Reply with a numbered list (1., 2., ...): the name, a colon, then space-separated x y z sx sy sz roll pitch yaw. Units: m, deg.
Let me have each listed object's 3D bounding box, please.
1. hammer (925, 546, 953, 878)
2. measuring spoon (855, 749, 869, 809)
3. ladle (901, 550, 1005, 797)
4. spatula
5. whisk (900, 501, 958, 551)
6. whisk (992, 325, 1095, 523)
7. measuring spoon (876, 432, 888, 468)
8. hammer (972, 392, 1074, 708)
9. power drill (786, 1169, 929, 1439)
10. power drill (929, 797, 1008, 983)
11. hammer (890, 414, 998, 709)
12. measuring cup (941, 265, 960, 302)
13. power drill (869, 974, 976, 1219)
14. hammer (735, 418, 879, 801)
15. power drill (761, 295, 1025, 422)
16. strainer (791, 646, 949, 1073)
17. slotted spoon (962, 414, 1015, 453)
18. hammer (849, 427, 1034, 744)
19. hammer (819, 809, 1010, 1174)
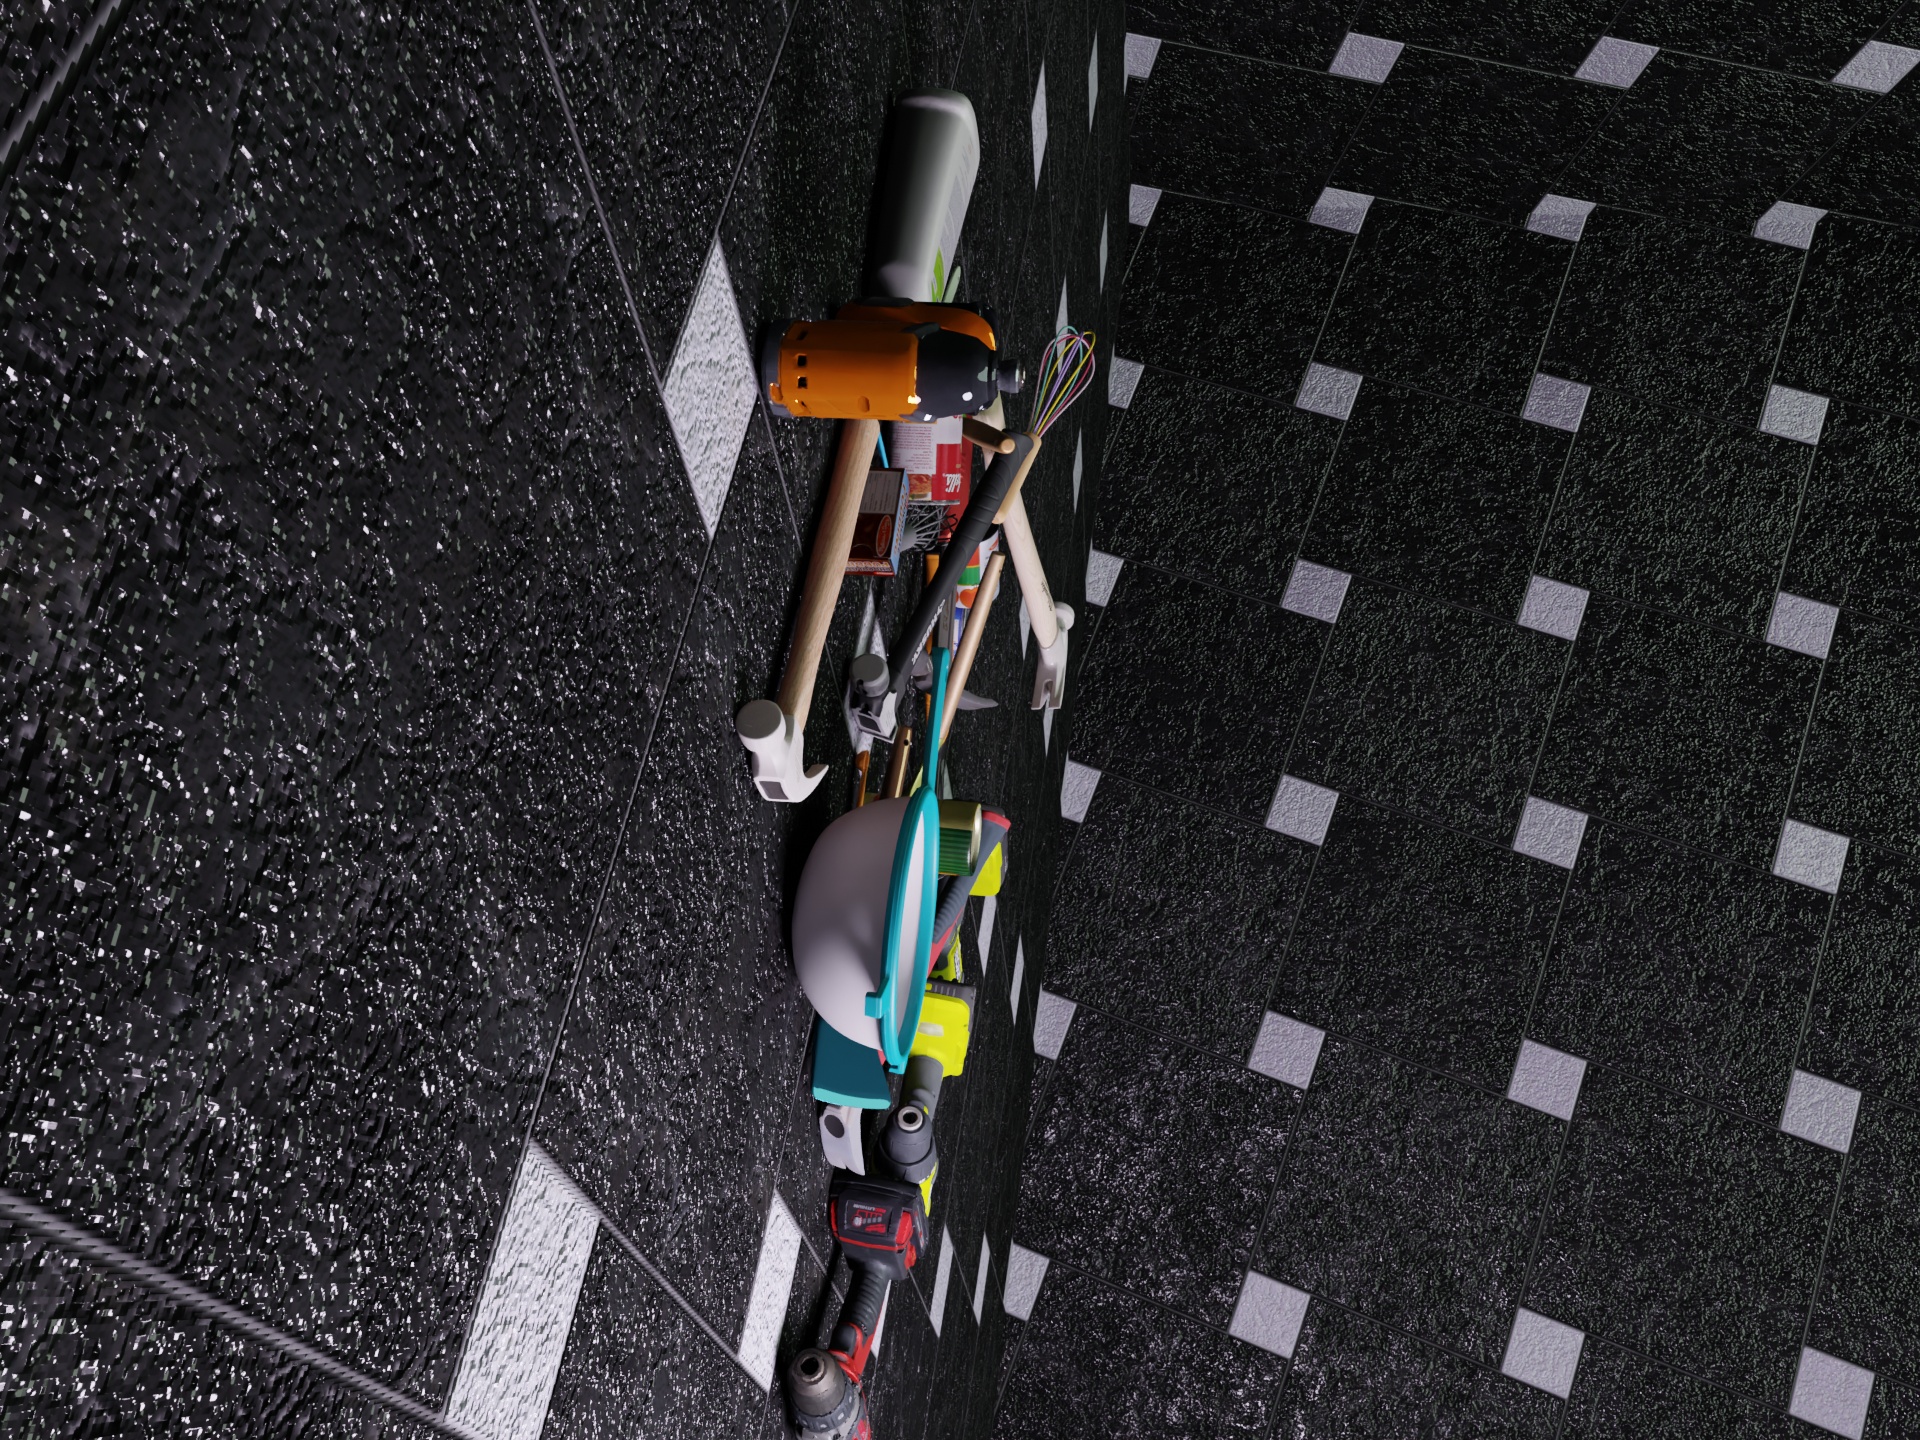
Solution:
1. hammer: -0.026 -0.006 1.608 0.127 0.034 0.337 -17 109 -70
2. measuring spoon: -0.092 0.082 1.357 0.021 0.011 0.117 31 67 -81
3. ladle: -0.002 -0.005 1.479 0.078 0.062 0.320 -38 150 -65
4. spatula: -0.071 0.158 1.323 0.082 0.044 0.317 19 77 -37
5. whisk: -0.050 -0.163 1.379 0.239 0.055 0.055 -44 138 -70
6. whisk: 0.078 -0.291 1.540 0.245 0.047 0.051 -66 149 -26
7. measuring spoon: -0.073 -0.218 1.298 0.042 0.021 0.128 -114 -172 -53
8. hammer: 0.057 -0.190 1.622 0.410 0.038 0.146 70 22 -46
9. power drill: -0.095 0.505 1.363 0.187 0.080 0.227 84 17 -49
10. power drill: -0.009 0.211 1.745 0.171 0.080 0.223 85 17 -45
11. hammer: -0.003 -0.194 1.564 0.149 0.037 0.359 28 61 -53
12. measuring cup: -0.003 -0.389 1.557 0.083 0.038 0.168 83 17 -53
13. power drill: -0.041 0.362 1.541 0.190 0.080 0.229 97 4 -46
14. hammer: -0.099 -0.090 1.139 0.130 0.031 0.332 80 17 -56
15. power drill: -0.030 -0.242 1.082 0.226 0.164 0.084 -63 156 -72
16. strainer: -0.069 0.093 1.236 0.210 0.095 0.341 82 13 -65
17. slotted spoon: 0.009 -0.254 1.395 0.314 0.031 0.070 -126 -143 -72
18. hammer: -0.010 -0.128 1.416 0.146 0.035 0.335 83 30 -60
19. hammer: -0.036 0.231 1.474 0.386 0.038 0.143 -60 157 -44
